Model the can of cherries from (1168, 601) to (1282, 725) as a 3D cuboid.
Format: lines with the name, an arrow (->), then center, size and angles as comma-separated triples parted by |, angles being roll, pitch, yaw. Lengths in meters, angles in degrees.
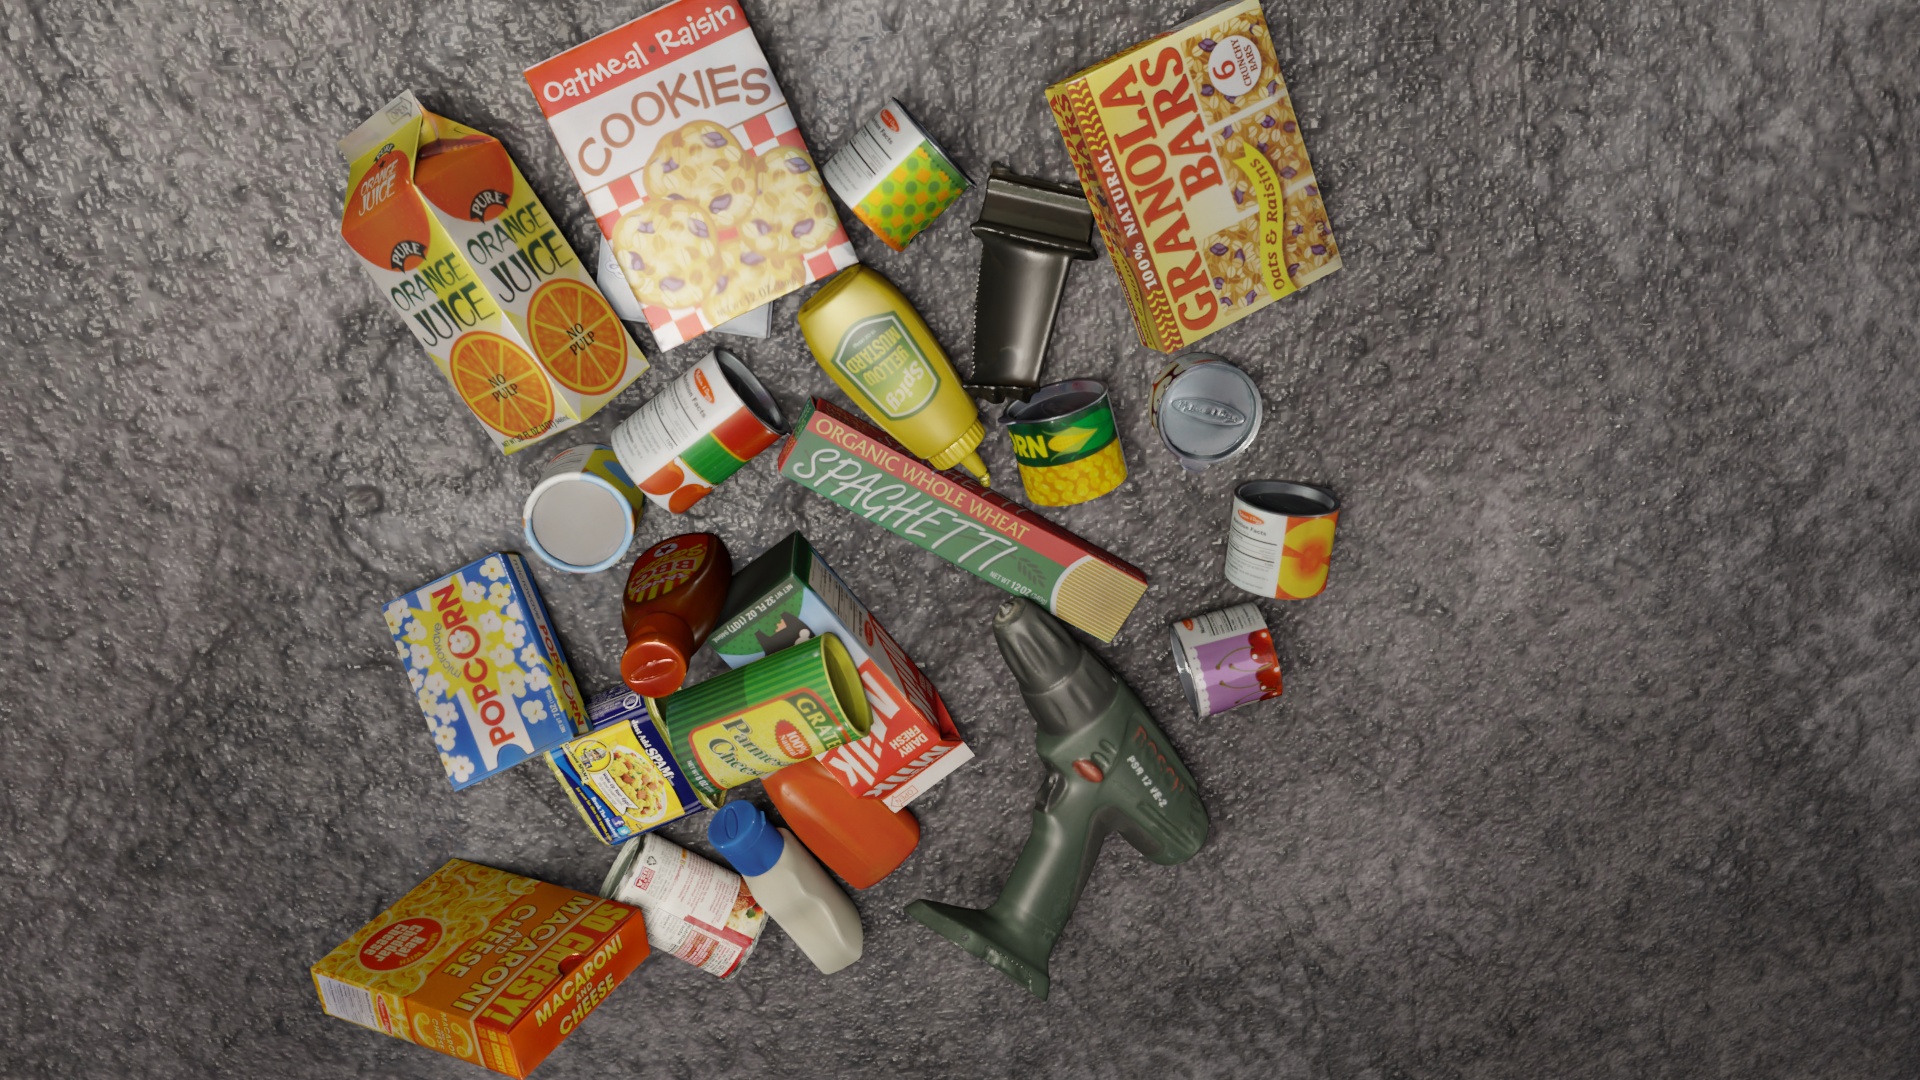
can of cherries -> 0.175, 0.081, 0.918 | 0.058, 0.072, 0.071 | -16, 112, 0

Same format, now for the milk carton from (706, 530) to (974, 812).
milk carton -> -0.074, 0.094, 0.898 | 0.072, 0.074, 0.190 | -37, 110, 10

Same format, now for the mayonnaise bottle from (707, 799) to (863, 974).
mayonnaise bottle -> -0.117, 0.230, 0.935 | 0.041, 0.065, 0.147 | -29, 127, 4

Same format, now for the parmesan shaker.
parmesan shaker -> -0.112, 0.105, 0.824 | 0.103, 0.071, 0.071 | -22, 111, 8

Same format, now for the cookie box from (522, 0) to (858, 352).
cookie box -> -0.148, -0.208, 0.776 | 0.123, 0.040, 0.167 | -25, 102, -1

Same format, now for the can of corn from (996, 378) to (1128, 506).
can of corn -> 0.063, -0.059, 0.853 | 0.071, 0.071, 0.058 | -17, 112, 2

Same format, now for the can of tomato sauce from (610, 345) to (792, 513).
can of tomato sauce -> -0.156, -0.065, 0.835 | 0.083, 0.071, 0.071 | -37, 110, 10

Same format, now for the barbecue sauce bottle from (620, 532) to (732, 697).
barbecue sauce bottle -> -0.173, 0.044, 0.830 | 0.065, 0.149, 0.043 | -19, 112, 4

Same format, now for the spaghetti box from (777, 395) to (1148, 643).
spaghetti box -> 0.003, -0.011, 0.888 | 0.250, 0.029, 0.050 | 28, 106, -14

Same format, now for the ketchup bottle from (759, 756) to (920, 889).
ketchup bottle -> -0.098, 0.171, 0.942 | 0.064, 0.044, 0.148 | -41, 109, 11

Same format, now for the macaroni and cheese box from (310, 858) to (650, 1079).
macaroni and cheese box -> -0.303, 0.267, 0.884 | 0.166, 0.124, 0.040 | 5, 115, 26

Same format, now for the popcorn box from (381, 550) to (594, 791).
popcorn box -> -0.295, 0.080, 0.868 | 0.085, 0.038, 0.127 | -24, 85, 4

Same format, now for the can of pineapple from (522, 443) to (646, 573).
can of pineapple -> -0.228, -0.018, 0.850 | 0.071, 0.058, 0.070 | -2, 112, -4

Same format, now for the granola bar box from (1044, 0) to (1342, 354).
granola bar box -> 0.137, -0.210, 0.805 | 0.124, 0.039, 0.165 | -27, 111, -7

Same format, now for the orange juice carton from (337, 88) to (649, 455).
orange juice carton -> -0.269, -0.151, 0.776 | 0.071, 0.073, 0.192 | -17, 115, 35

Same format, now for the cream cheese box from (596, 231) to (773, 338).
cream cheese box -> -0.162, -0.154, 0.821 | 0.104, 0.024, 0.053 | 7, 111, -7

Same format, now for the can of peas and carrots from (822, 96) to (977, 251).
can of peas and carrots -> -0.034, -0.206, 0.790 | 0.058, 0.071, 0.071 | -42, 109, 12

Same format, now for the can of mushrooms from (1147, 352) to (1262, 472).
can of mushrooms -> 0.152, -0.081, 0.870 | 0.071, 0.033, 0.070 | -2, 111, -5

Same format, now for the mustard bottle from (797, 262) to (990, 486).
mustard bottle -> -0.029, -0.092, 0.843 | 0.065, 0.049, 0.160 | -39, 109, 9

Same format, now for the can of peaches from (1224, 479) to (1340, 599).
can of peaches -> 0.207, -0.001, 0.889 | 0.071, 0.071, 0.057 | 2, 111, -5
